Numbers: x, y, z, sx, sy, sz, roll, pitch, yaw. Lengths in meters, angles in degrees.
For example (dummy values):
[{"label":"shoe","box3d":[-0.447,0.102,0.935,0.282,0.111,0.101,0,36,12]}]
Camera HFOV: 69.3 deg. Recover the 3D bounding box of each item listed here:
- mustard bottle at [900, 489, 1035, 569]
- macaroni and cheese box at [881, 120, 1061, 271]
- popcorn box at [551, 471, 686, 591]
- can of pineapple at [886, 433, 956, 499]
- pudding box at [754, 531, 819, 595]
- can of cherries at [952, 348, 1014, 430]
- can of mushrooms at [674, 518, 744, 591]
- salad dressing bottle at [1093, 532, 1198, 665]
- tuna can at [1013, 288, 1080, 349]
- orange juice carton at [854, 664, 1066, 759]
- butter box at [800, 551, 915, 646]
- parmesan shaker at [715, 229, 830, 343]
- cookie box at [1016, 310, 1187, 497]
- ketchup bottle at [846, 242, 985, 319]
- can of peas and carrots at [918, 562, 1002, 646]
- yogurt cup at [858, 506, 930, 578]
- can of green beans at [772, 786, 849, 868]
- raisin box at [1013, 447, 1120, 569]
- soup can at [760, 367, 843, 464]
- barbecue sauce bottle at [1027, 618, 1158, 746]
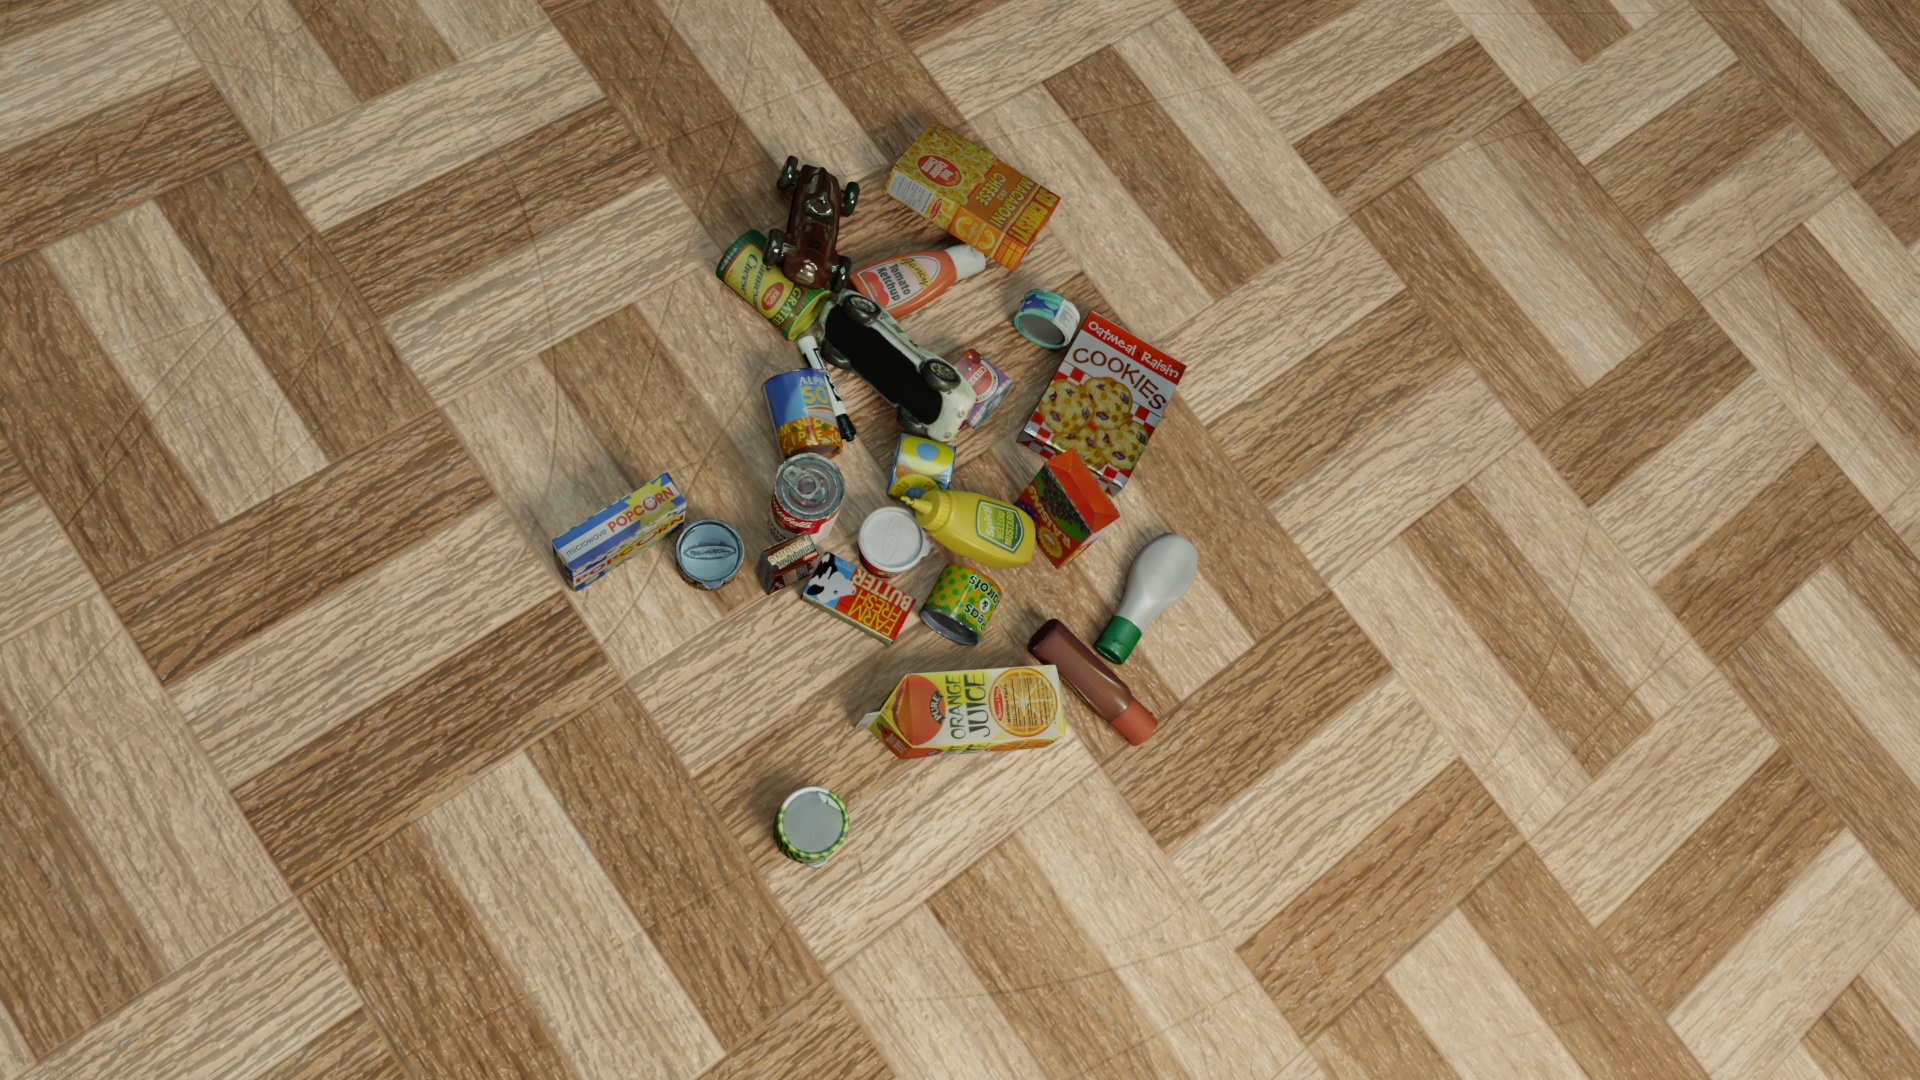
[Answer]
[{"label":"mustard bottle","box3d":[0.005,-0.017,1.383,0.160,0.048,0.065,19,64,-38]},{"label":"macaroni and cheese box","box3d":[0.014,-0.378,1.520,0.166,0.040,0.124,32,45,-2]},{"label":"popcorn box","box3d":[-0.324,-0.007,1.323,0.127,0.085,0.038,-34,84,-20]},{"label":"can of pineapple","box3d":[-0.040,-0.070,1.415,0.058,0.070,0.071,13,70,-7]},{"label":"pudding box","box3d":[-0.168,0.022,1.349,0.050,0.083,0.030,-26,83,-19]},{"label":"can of cherries","box3d":[0.014,-0.160,1.454,0.058,0.071,0.072,40,69,3]},{"label":"can of mushrooms","box3d":[-0.246,0.017,1.360,0.071,0.033,0.071,4,71,-12]},{"label":"salad dressing bottle","box3d":[0.191,0.060,1.436,0.064,0.044,0.148,37,70,-1]},{"label":"tuna can","box3d":[0.091,-0.239,1.500,0.071,0.071,0.033,27,70,-3]},{"label":"orange juice carton","box3d":[-0.003,0.168,1.343,0.193,0.071,0.073,-3,73,-13]},{"label":"butter box","box3d":[-0.102,0.058,1.383,0.103,0.024,0.053,28,69,-2]},{"label":"parmesan shaker","box3d":[-0.197,-0.265,1.447,0.103,0.071,0.071,40,69,3]},{"label":"cookie box","box3d":[0.153,-0.148,1.498,0.123,0.040,0.168,30,70,-2]},{"label":"ketchup bottle","box3d":[-0.045,-0.282,1.496,0.149,0.043,0.065,-25,82,-19]},{"label":"can of peas and carrots","box3d":[0.002,0.063,1.379,0.071,0.070,0.059,30,68,-2]},{"label":"yogurt cup","box3d":[-0.072,0.005,1.390,0.072,0.053,0.072,4,72,-11]},{"label":"can of green beans","box3d":[-0.139,0.264,1.289,0.071,0.057,0.071,4,72,-11]},{"label":"raisin box","box3d":[0.105,-0.030,1.404,0.040,0.123,0.086,-31,81,-21]},{"label":"soup can","box3d":[-0.157,-0.125,1.406,0.071,0.071,0.084,-13,76,-16]},{"label":"barbecue sauce bottle","box3d":[0.134,0.143,1.389,0.148,0.065,0.043,44,94,-5]}]
